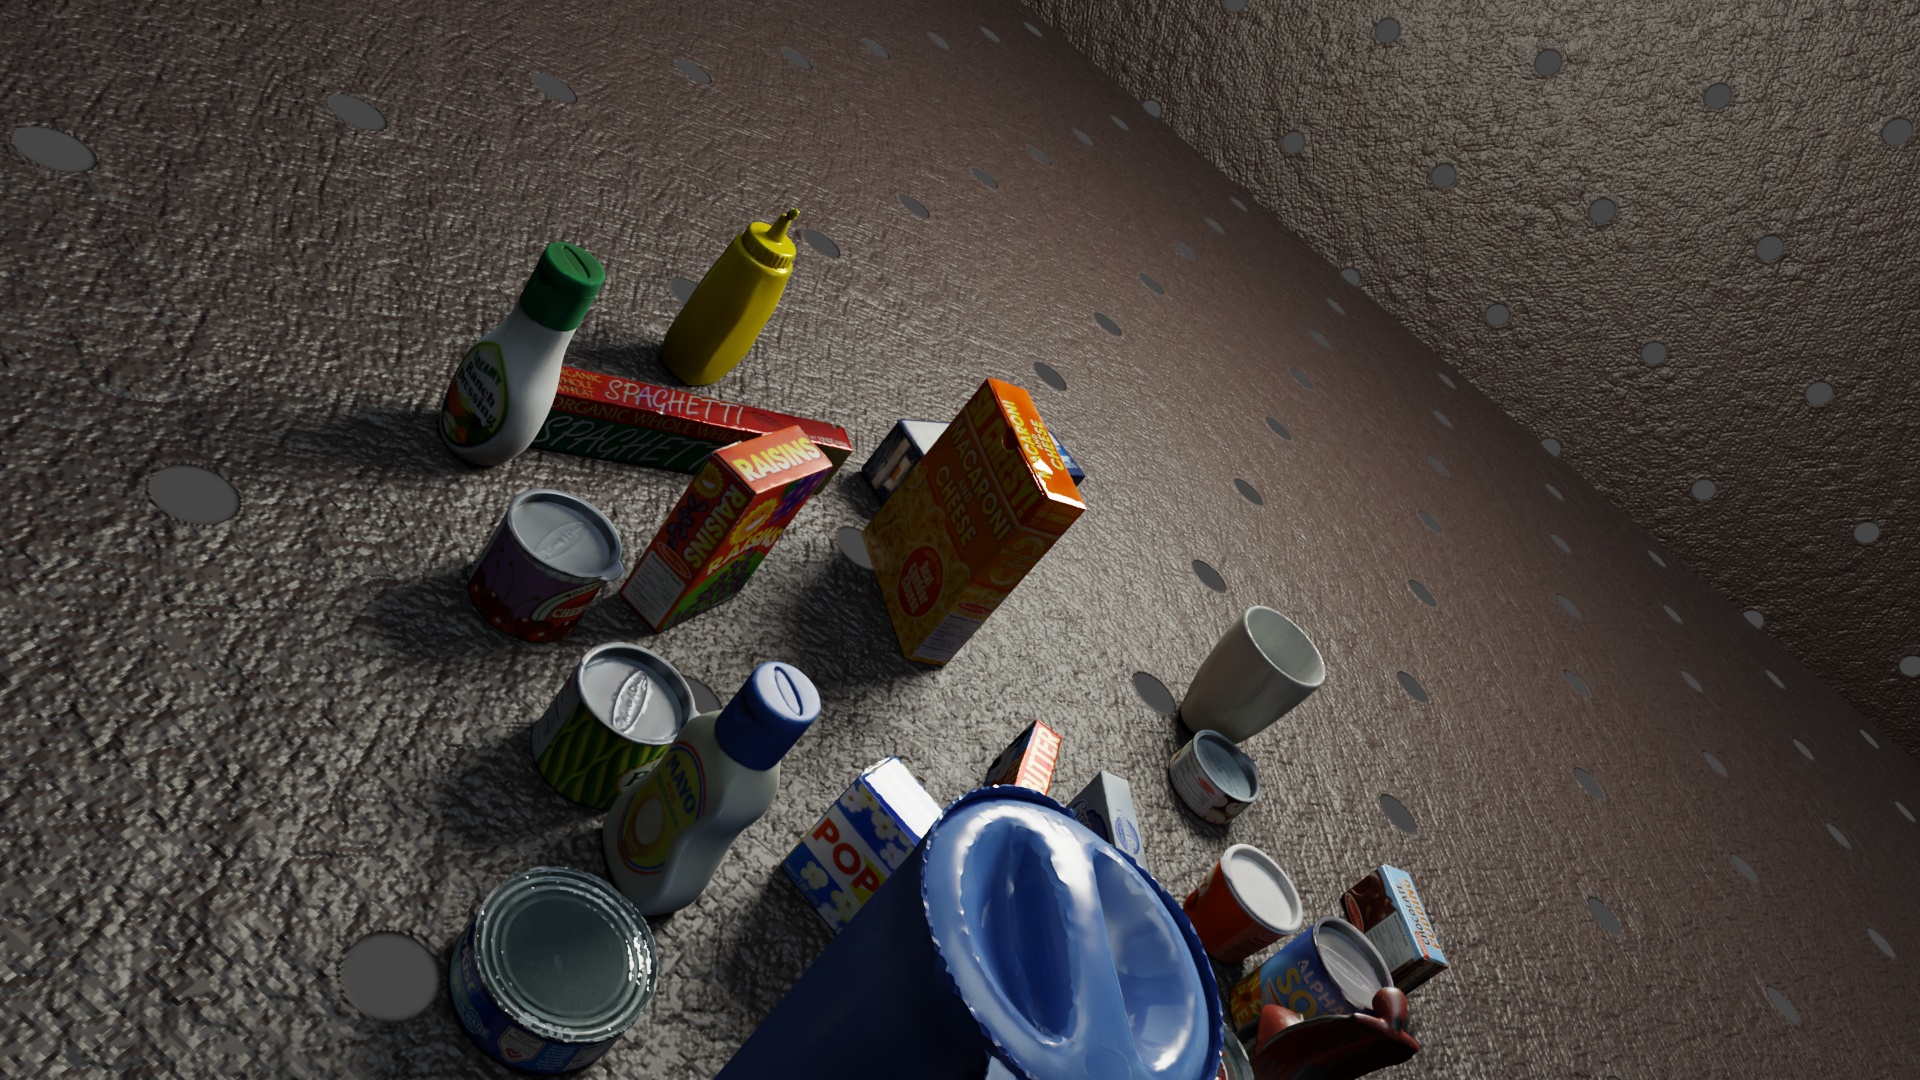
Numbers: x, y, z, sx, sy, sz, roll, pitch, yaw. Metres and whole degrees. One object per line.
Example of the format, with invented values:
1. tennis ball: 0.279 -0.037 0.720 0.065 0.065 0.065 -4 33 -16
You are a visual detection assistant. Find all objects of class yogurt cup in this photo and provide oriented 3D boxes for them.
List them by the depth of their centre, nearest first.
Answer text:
1. yogurt cup: 0.189 0.249 0.941 0.072 0.053 0.073 29 31 -19

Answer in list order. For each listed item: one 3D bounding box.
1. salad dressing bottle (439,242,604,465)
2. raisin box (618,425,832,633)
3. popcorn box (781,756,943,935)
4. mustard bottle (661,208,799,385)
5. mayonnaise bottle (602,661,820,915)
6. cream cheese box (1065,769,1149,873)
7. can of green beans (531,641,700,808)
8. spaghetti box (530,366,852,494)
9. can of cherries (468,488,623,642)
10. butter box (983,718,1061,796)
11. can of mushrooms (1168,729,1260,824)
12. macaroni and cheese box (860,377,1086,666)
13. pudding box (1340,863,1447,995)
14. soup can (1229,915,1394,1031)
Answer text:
1. salad dressing bottle: -0.259 -0.109 0.822 0.044 0.147 0.064 -7 54 -53
2. raisin box: -0.142 -0.008 0.842 0.040 0.123 0.086 46 29 10
3. popcorn box: -0.027 0.190 0.741 0.127 0.085 0.038 47 30 13
4. mustard bottle: -0.162 -0.185 1.025 0.049 0.159 0.065 44 29 7
5. mayonnaise bottle: -0.121 0.117 0.669 0.041 0.147 0.065 7 43 -45
6. cream cheese box: 0.092 0.204 0.891 0.024 0.053 0.104 26 32 -24
7. can of green beans: -0.181 0.096 0.721 0.071 0.057 0.071 29 31 -19
8. spaghetti box: -0.186 -0.073 0.956 0.250 0.050 0.029 9 42 -43
9. can of cherries: -0.230 0.016 0.774 0.071 0.058 0.072 29 31 -19
10. butter box: 0.033 0.163 0.880 0.024 0.053 0.104 37 29 -6
11. can of mushrooms: 0.195 0.181 1.062 0.071 0.033 0.071 29 31 -19
12. macaroni and cheese box: 0.003 -0.012 0.971 0.040 0.165 0.124 15 37 -37
13. pudding box: 0.324 0.292 1.041 0.030 0.049 0.084 24 33 -27
14. soup can: 0.223 0.293 0.889 0.071 0.083 0.072 29 31 -19
